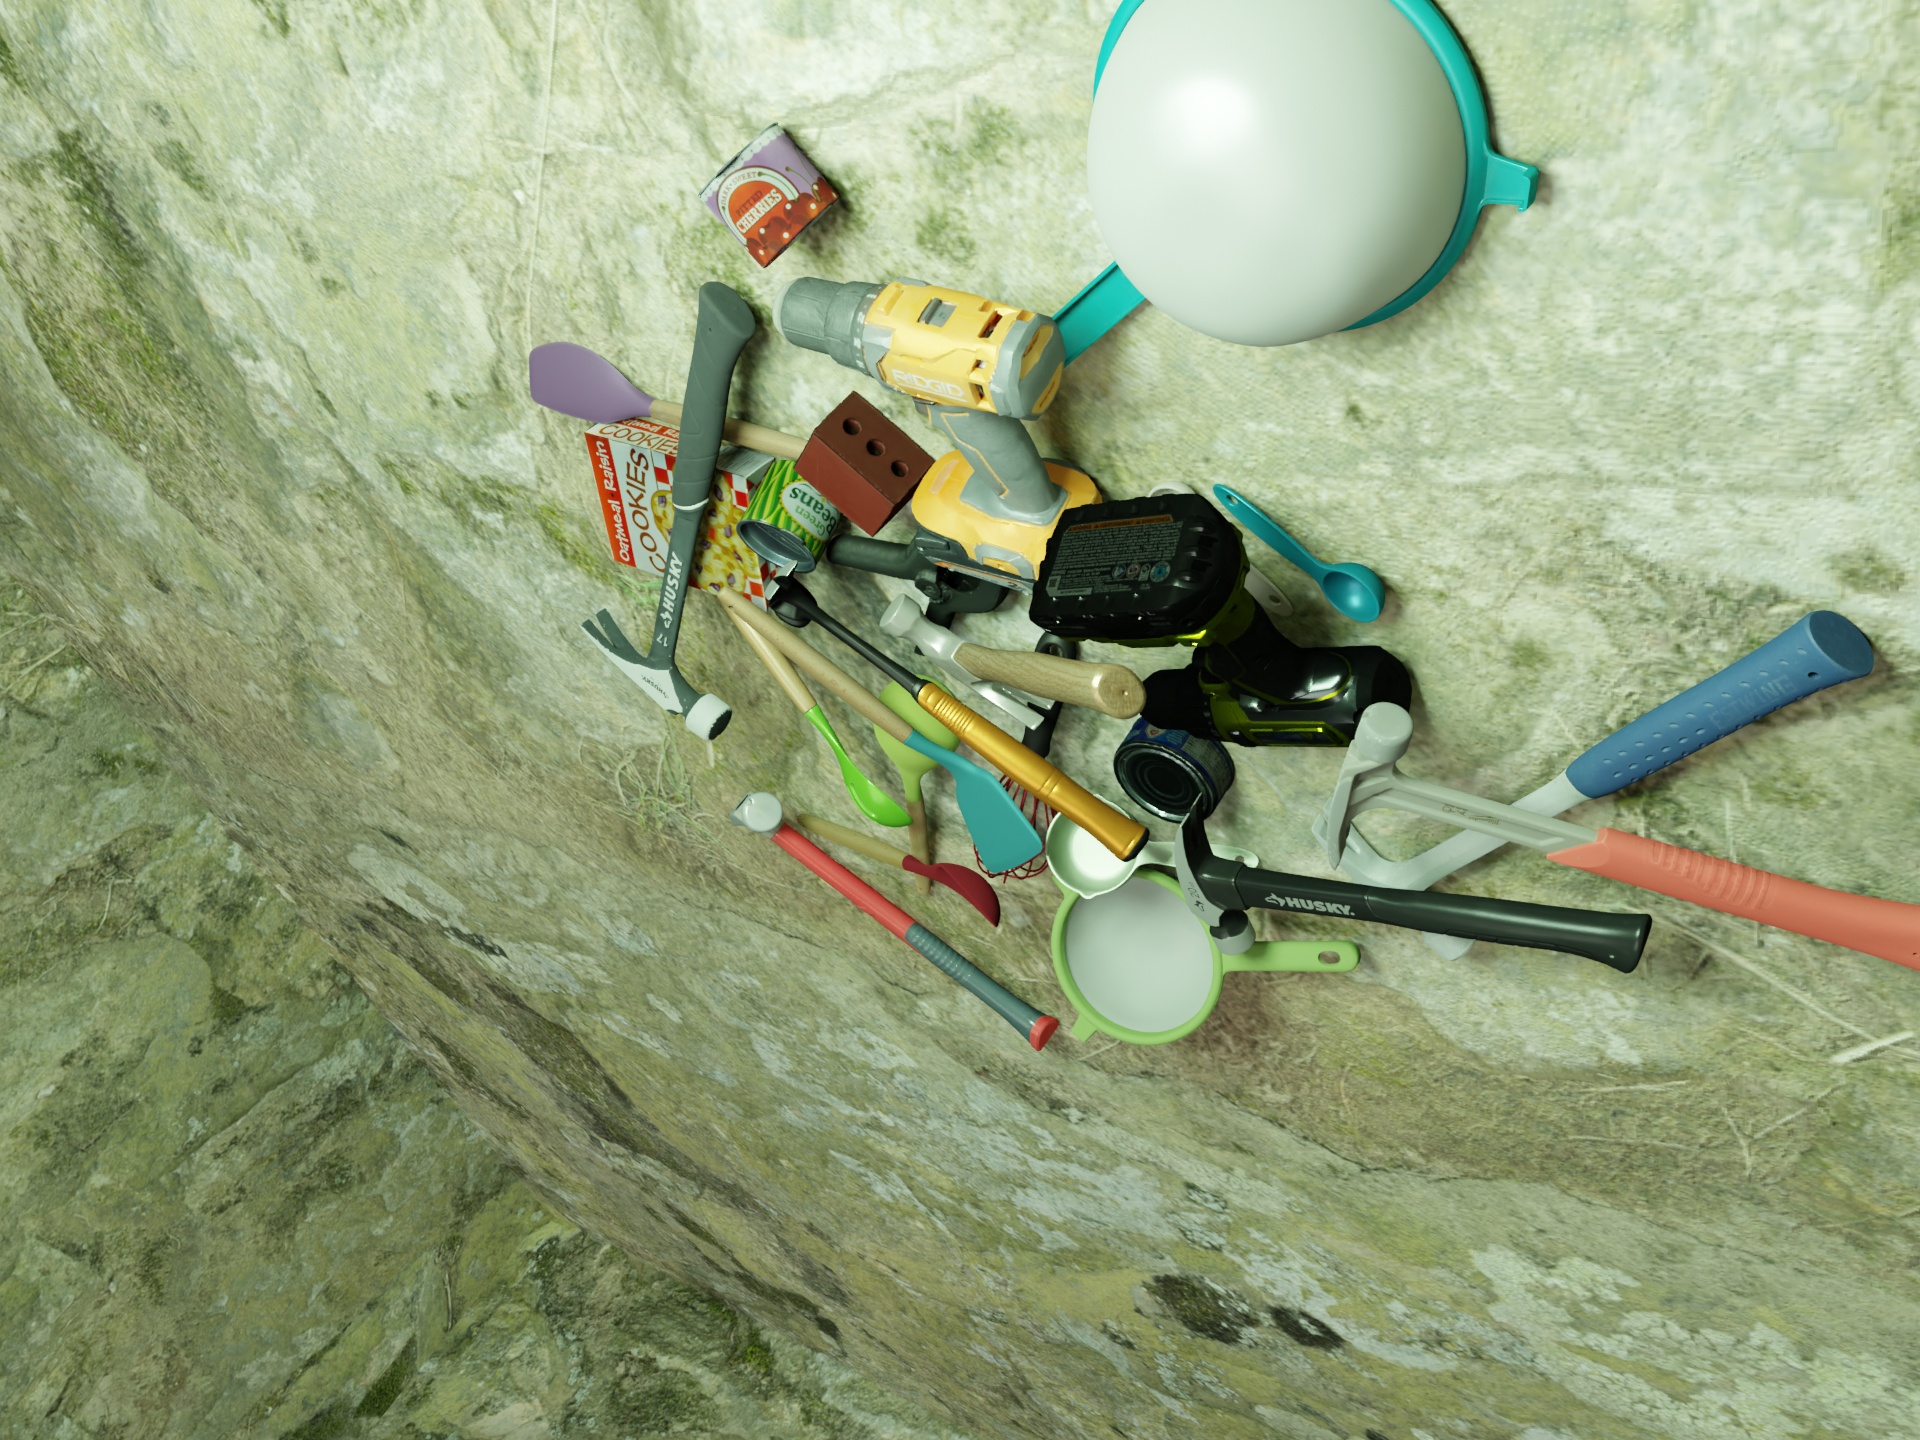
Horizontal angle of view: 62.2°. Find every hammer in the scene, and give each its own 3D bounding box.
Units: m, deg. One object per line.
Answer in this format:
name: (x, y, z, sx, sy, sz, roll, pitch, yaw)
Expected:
hammer: (-0.065, 0.199, 1.572, 0.386, 0.038, 0.143, 38, 167, -8)
hammer: (0.043, -0.030, 1.036, 0.130, 0.031, 0.331, 35, 175, -17)
hammer: (0.295, 0.123, 1.081, 0.335, 0.035, 0.146, 4, 135, 41)
hammer: (-0.212, -0.157, 1.217, 0.149, 0.036, 0.408, 35, 138, 13)
hammer: (-0.002, -0.004, 1.173, 0.337, 0.034, 0.127, 36, 175, 0)
hammer: (0.400, 0.089, 0.942, 0.359, 0.037, 0.149, 17, 146, 15)
hammer: (0.368, 0.039, 0.972, 0.144, 0.035, 0.405, 39, 147, -1)

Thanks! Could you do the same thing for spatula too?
spatula: (-0.213, -0.235, 1.214, 0.316, 0.018, 0.059, 20, 120, 24)
spatula: (-0.065, 0.004, 1.242, 0.317, 0.044, 0.082, 38, 146, -13)

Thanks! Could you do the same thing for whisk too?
whisk: (0.055, 0.035, 1.255, 0.073, 0.073, 0.295, 28, 140, 16)

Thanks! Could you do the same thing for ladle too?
ladle: (-0.063, 0.126, 1.455, 0.316, 0.031, 0.069, 16, 150, 51)
ladle: (-0.033, 0.069, 1.406, 0.078, 0.062, 0.319, 25, 152, 17)

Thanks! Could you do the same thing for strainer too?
strainer: (0.202, 0.183, 1.291, 0.256, 0.069, 0.151, -4, 98, 28)
strainer: (0.107, -0.243, 0.827, 0.211, 0.095, 0.340, 45, 146, -10)

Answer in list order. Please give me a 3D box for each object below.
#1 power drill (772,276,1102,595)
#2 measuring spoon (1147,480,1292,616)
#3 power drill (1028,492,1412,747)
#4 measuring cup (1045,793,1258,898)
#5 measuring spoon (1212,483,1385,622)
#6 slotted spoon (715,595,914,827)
power drill: (-0.010, -0.182, 0.985, 0.185, 0.084, 0.226, 20, 158, 26)
measuring spoon: (0.169, -0.110, 1.009, 0.124, 0.018, 0.034, 40, 148, -15)
power drill: (0.147, -0.047, 0.992, 0.191, 0.080, 0.228, 0, 156, 44)
measuring cup: (0.152, 0.104, 1.255, 0.167, 0.083, 0.038, 4, 176, 16)
measuring spoon: (0.209, -0.109, 0.970, 0.129, 0.021, 0.042, 41, 161, 12)
slotted spoon: (-0.143, -0.030, 1.350, 0.313, 0.031, 0.070, 54, 167, -5)
